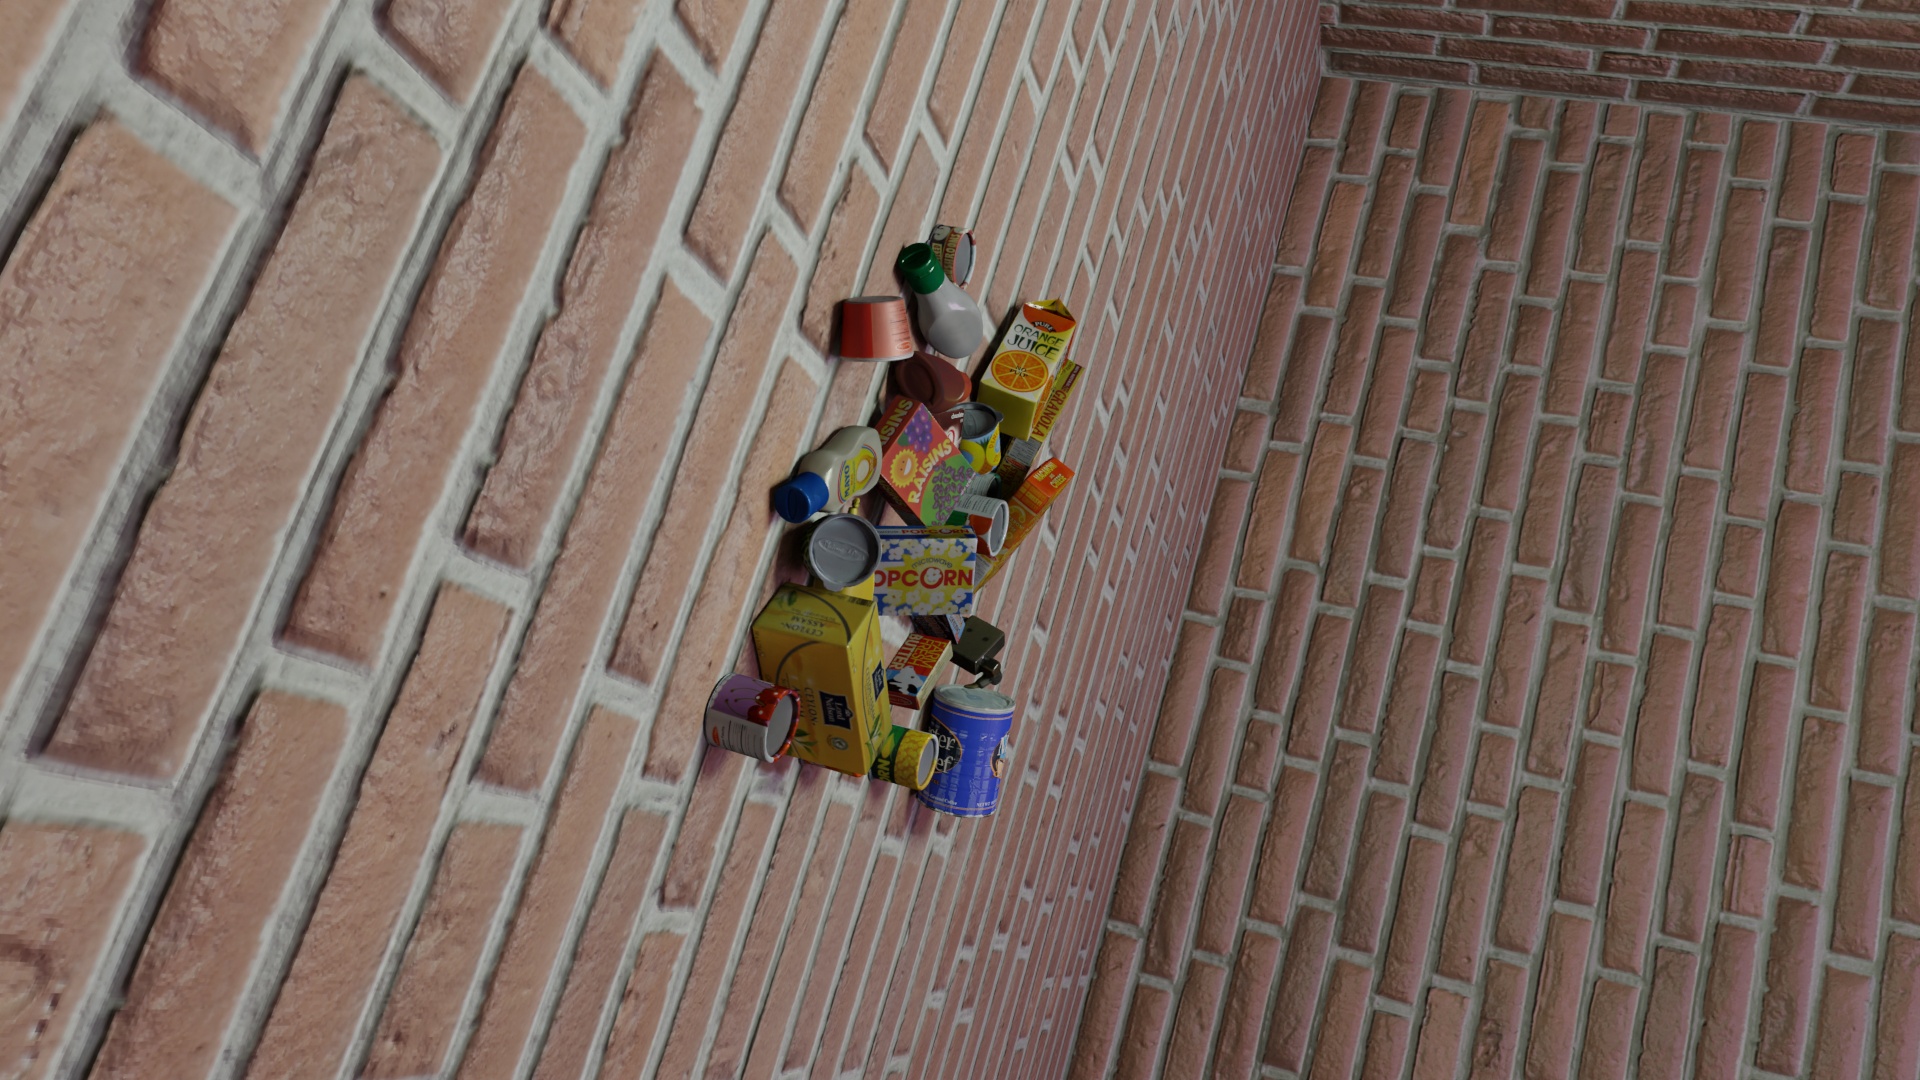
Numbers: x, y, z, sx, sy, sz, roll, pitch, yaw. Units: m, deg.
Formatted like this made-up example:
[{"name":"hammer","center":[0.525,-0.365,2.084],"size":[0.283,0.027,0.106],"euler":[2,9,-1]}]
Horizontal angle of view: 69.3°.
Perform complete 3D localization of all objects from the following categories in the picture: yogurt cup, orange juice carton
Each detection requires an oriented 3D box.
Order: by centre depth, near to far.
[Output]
[{"name":"yogurt cup","center":[-0.078,-0.193,1.262],"size":[0.073,0.072,0.053],"euler":[-36,127,-63]},{"name":"orange juice carton","center":[0.086,-0.218,1.685],"size":[0.071,0.073,0.194],"euler":[101,13,-52]}]

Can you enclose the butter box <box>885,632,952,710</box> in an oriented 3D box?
[{"name":"butter box","center":[-0.051,0.147,1.565],"size":[0.104,0.053,0.024],"euler":[-57,149,-49]}]

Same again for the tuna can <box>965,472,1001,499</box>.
[{"name":"tuna can","center":[0.025,-0.051,1.696],"size":[0.071,0.033,0.071],"euler":[11,91,-71]}]

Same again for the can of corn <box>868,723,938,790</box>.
[{"name":"can of corn","center":[-0.064,0.248,1.582],"size":[0.071,0.058,0.071],"euler":[11,91,-71]}]

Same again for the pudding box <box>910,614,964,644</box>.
[{"name":"pudding box","center":[-0.028,0.086,1.599],"size":[0.083,0.050,0.030],"euler":[72,33,-58]}]

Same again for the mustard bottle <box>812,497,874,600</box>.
[{"name":"mustard bottle","center":[-0.111,0.036,1.327],"size":[0.065,0.049,0.160],"euler":[-11,112,-65]}]

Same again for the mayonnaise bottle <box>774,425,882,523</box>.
[{"name":"mayonnaise bottle","center":[-0.118,-0.056,1.260],"size":[0.149,0.041,0.064],"euler":[-44,140,-60]}]

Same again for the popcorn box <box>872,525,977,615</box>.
[{"name":"popcorn box","center":[-0.050,0.030,1.389],"size":[0.038,0.127,0.085],"euler":[-119,-149,-66]}]

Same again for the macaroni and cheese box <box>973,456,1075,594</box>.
[{"name":"macaroni and cheese box","center":[0.063,-0.018,1.694],"size":[0.165,0.040,0.124],"euler":[-53,175,24]}]

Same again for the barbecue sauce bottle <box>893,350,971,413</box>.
[{"name":"barbecue sauce bottle","center":[-0.023,-0.163,1.451],"size":[0.065,0.043,0.149],"euler":[59,15,4]}]

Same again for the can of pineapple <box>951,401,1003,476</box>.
[{"name":"can of pineapple","center":[0.013,-0.114,1.565],"size":[0.057,0.071,0.071],"euler":[85,25,-43]}]

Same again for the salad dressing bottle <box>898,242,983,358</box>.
[{"name":"salad dressing bottle","center":[-0.021,-0.243,1.409],"size":[0.044,0.064,0.147],"euler":[67,6,33]}]

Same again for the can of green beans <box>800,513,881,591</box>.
[{"name":"can of green beans","center":[-0.109,0.008,1.260],"size":[0.058,0.071,0.071],"euler":[180,-76,-76]}]

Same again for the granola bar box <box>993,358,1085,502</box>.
[{"name":"granola bar box","center":[0.095,-0.142,1.769],"size":[0.166,0.039,0.123],"euler":[-60,177,-43]}]

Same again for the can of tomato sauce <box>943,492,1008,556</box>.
[{"name":"can of tomato sauce","center":[0.006,-0.020,1.580],"size":[0.071,0.083,0.071],"euler":[11,91,-71]}]

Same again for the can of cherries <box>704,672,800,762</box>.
[{"name":"can of cherries","center":[-0.177,0.150,1.193],"size":[0.071,0.058,0.071],"euler":[11,91,-71]}]

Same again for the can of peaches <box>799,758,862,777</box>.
[{"name":"can of peaches","center":[-0.120,0.201,1.390],"size":[0.071,0.058,0.071],"euler":[11,91,-72]}]

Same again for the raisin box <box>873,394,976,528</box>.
[{"name":"raisin box","center":[-0.045,-0.074,1.393],"size":[0.086,0.040,0.123],"euler":[-57,138,-16]}]

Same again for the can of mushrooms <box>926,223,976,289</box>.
[{"name":"can of mushrooms","center":[-0.011,-0.293,1.441],"size":[0.071,0.033,0.071],"euler":[12,91,-72]}]
